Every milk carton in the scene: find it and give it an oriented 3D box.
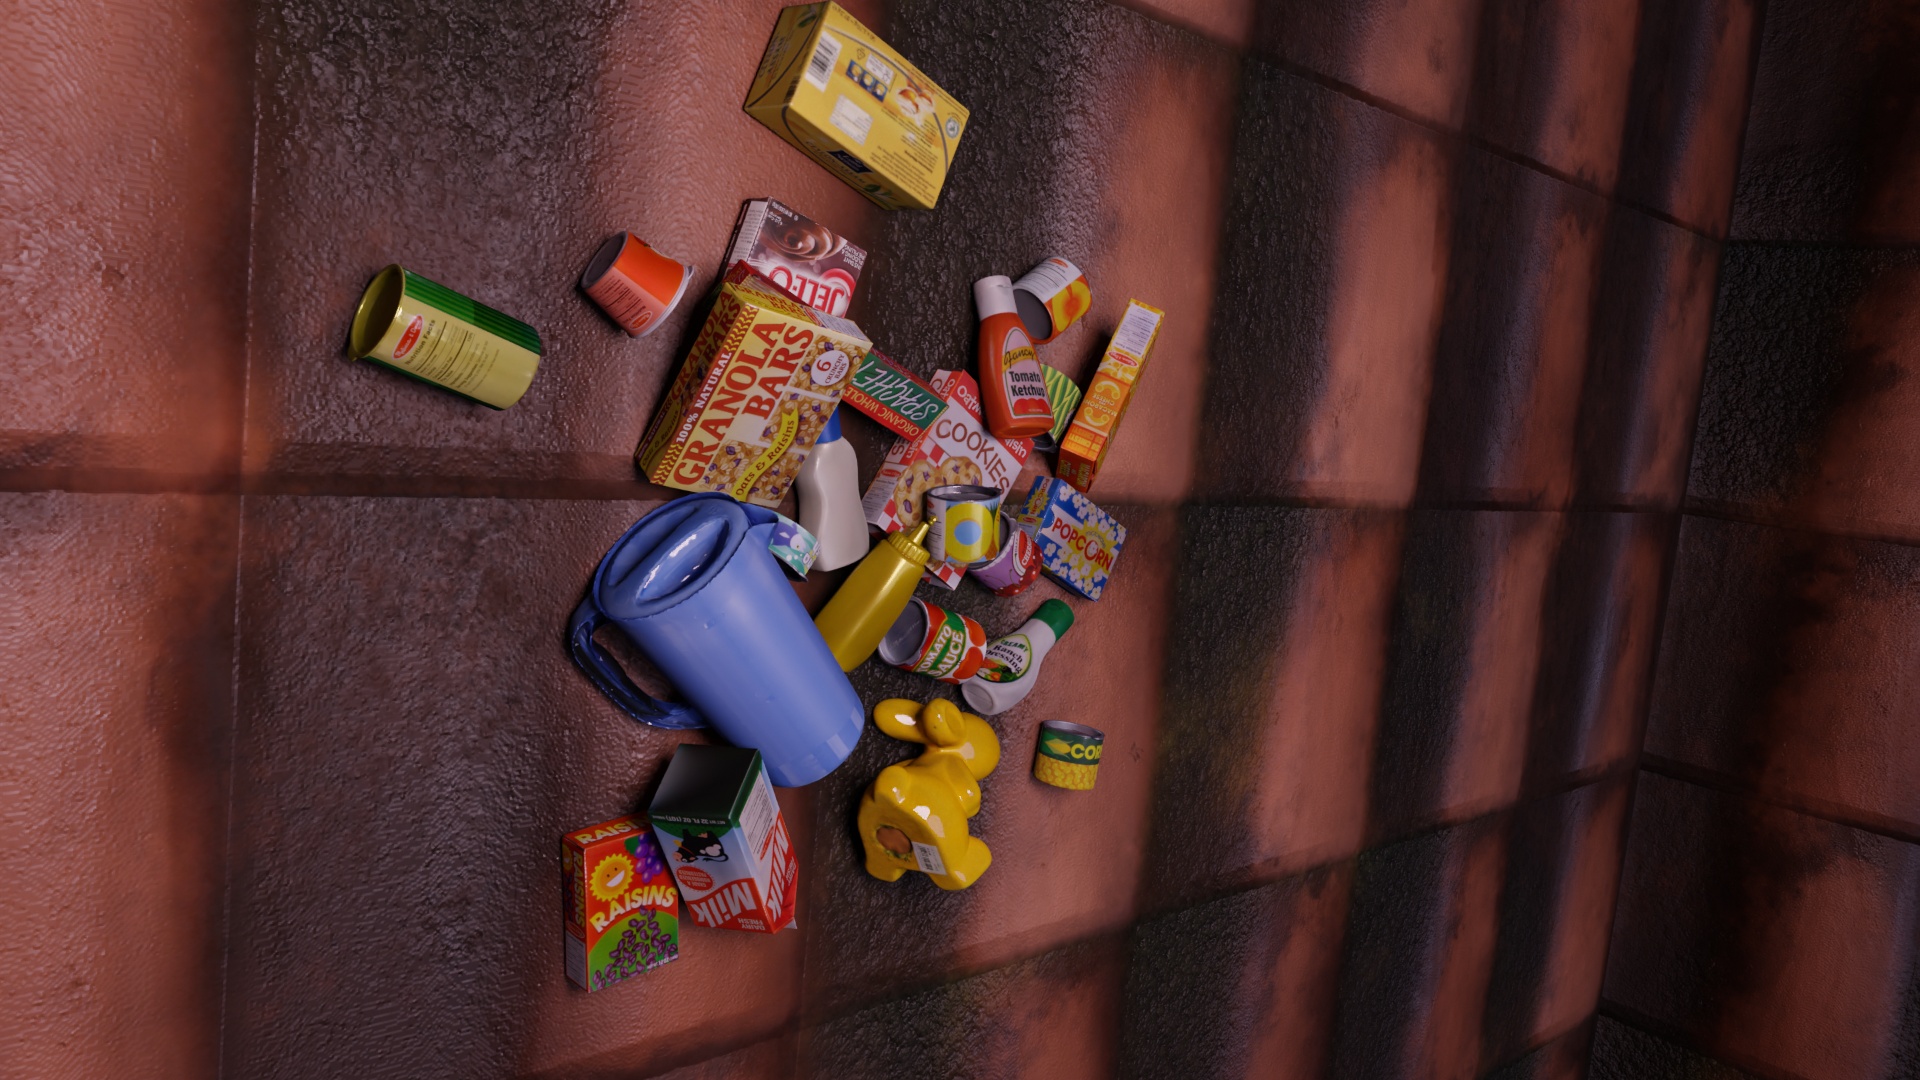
[{"bbox_3d":[-0.187,0.259,1.139,0.074,0.072,0.189,-72,157,-49],"label":"milk carton"}]

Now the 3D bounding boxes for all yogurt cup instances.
[{"bbox_3d":[-0.243,-0.191,1.027,0.054,0.072,0.072,38,73,-33],"label":"yogurt cup"}]

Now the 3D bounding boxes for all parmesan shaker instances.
[{"bbox_3d":[-0.348,-0.133,0.939,0.103,0.071,0.071,24,82,-44],"label":"parmesan shaker"}]

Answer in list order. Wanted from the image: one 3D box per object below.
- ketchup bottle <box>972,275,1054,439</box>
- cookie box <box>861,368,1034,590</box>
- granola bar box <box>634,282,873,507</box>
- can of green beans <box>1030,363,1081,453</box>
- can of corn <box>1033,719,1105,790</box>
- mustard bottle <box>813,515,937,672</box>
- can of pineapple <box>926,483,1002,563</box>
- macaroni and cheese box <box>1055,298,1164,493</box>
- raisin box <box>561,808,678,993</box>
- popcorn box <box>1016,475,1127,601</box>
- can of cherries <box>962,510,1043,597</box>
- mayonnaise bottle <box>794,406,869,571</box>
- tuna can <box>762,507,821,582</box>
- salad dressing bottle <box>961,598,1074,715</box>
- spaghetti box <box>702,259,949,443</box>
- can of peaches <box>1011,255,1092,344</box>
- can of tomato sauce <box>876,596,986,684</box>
[{"bbox_3d":[0.043,-0.169,1.280,0.065,0.043,0.149,-3,76,-38],"label":"ketchup bottle"},{"bbox_3d":[-0.012,-0.057,1.289,0.122,0.040,0.168,42,70,-40],"label":"cookie box"},{"bbox_3d":[-0.162,-0.110,1.085,0.124,0.039,0.165,11,120,-43],"label":"granola bar box"},{"bbox_3d":[0.076,-0.129,1.339,0.071,0.071,0.058,47,67,-39],"label":"can of green beans"},{"bbox_3d":[0.115,0.224,1.450,0.071,0.071,0.058,8,94,-44],"label":"can of corn"},{"bbox_3d":[-0.071,0.041,1.218,0.160,0.049,0.065,-53,157,2],"label":"mustard bottle"},{"bbox_3d":[0.004,-0.016,1.239,0.071,0.071,0.057,-12,109,-41],"label":"can of pineapple"},{"bbox_3d":[0.147,-0.140,1.376,0.123,0.040,0.167,84,30,-77],"label":"macaroni and cheese box"},{"bbox_3d":[-0.273,0.288,1.119,0.086,0.040,0.123,-9,106,-42],"label":"raisin box"},{"bbox_3d":[0.110,-0.001,1.419,0.126,0.038,0.085,34,77,-43],"label":"popcorn box"},{"bbox_3d":[0.039,0.013,1.332,0.058,0.071,0.071,42,70,-41],"label":"can of cherries"},{"bbox_3d":[-0.115,-0.052,1.193,0.065,0.041,0.147,-24,113,-45],"label":"mayonnaise bottle"},{"bbox_3d":[-0.149,0.004,1.152,0.071,0.071,0.033,45,68,-40],"label":"tuna can"},{"bbox_3d":[0.060,0.113,1.384,0.148,0.064,0.043,-43,145,-39],"label":"salad dressing bottle"},{"bbox_3d":[-0.104,-0.150,1.144,0.050,0.029,0.250,-47,139,13],"label":"spaghetti box"},{"bbox_3d":[0.083,-0.227,1.325,0.058,0.071,0.071,-41,125,-29],"label":"can of peaches"},{"bbox_3d":[-0.025,0.095,1.289,0.083,0.071,0.071,24,83,-44],"label":"can of tomato sauce"}]
